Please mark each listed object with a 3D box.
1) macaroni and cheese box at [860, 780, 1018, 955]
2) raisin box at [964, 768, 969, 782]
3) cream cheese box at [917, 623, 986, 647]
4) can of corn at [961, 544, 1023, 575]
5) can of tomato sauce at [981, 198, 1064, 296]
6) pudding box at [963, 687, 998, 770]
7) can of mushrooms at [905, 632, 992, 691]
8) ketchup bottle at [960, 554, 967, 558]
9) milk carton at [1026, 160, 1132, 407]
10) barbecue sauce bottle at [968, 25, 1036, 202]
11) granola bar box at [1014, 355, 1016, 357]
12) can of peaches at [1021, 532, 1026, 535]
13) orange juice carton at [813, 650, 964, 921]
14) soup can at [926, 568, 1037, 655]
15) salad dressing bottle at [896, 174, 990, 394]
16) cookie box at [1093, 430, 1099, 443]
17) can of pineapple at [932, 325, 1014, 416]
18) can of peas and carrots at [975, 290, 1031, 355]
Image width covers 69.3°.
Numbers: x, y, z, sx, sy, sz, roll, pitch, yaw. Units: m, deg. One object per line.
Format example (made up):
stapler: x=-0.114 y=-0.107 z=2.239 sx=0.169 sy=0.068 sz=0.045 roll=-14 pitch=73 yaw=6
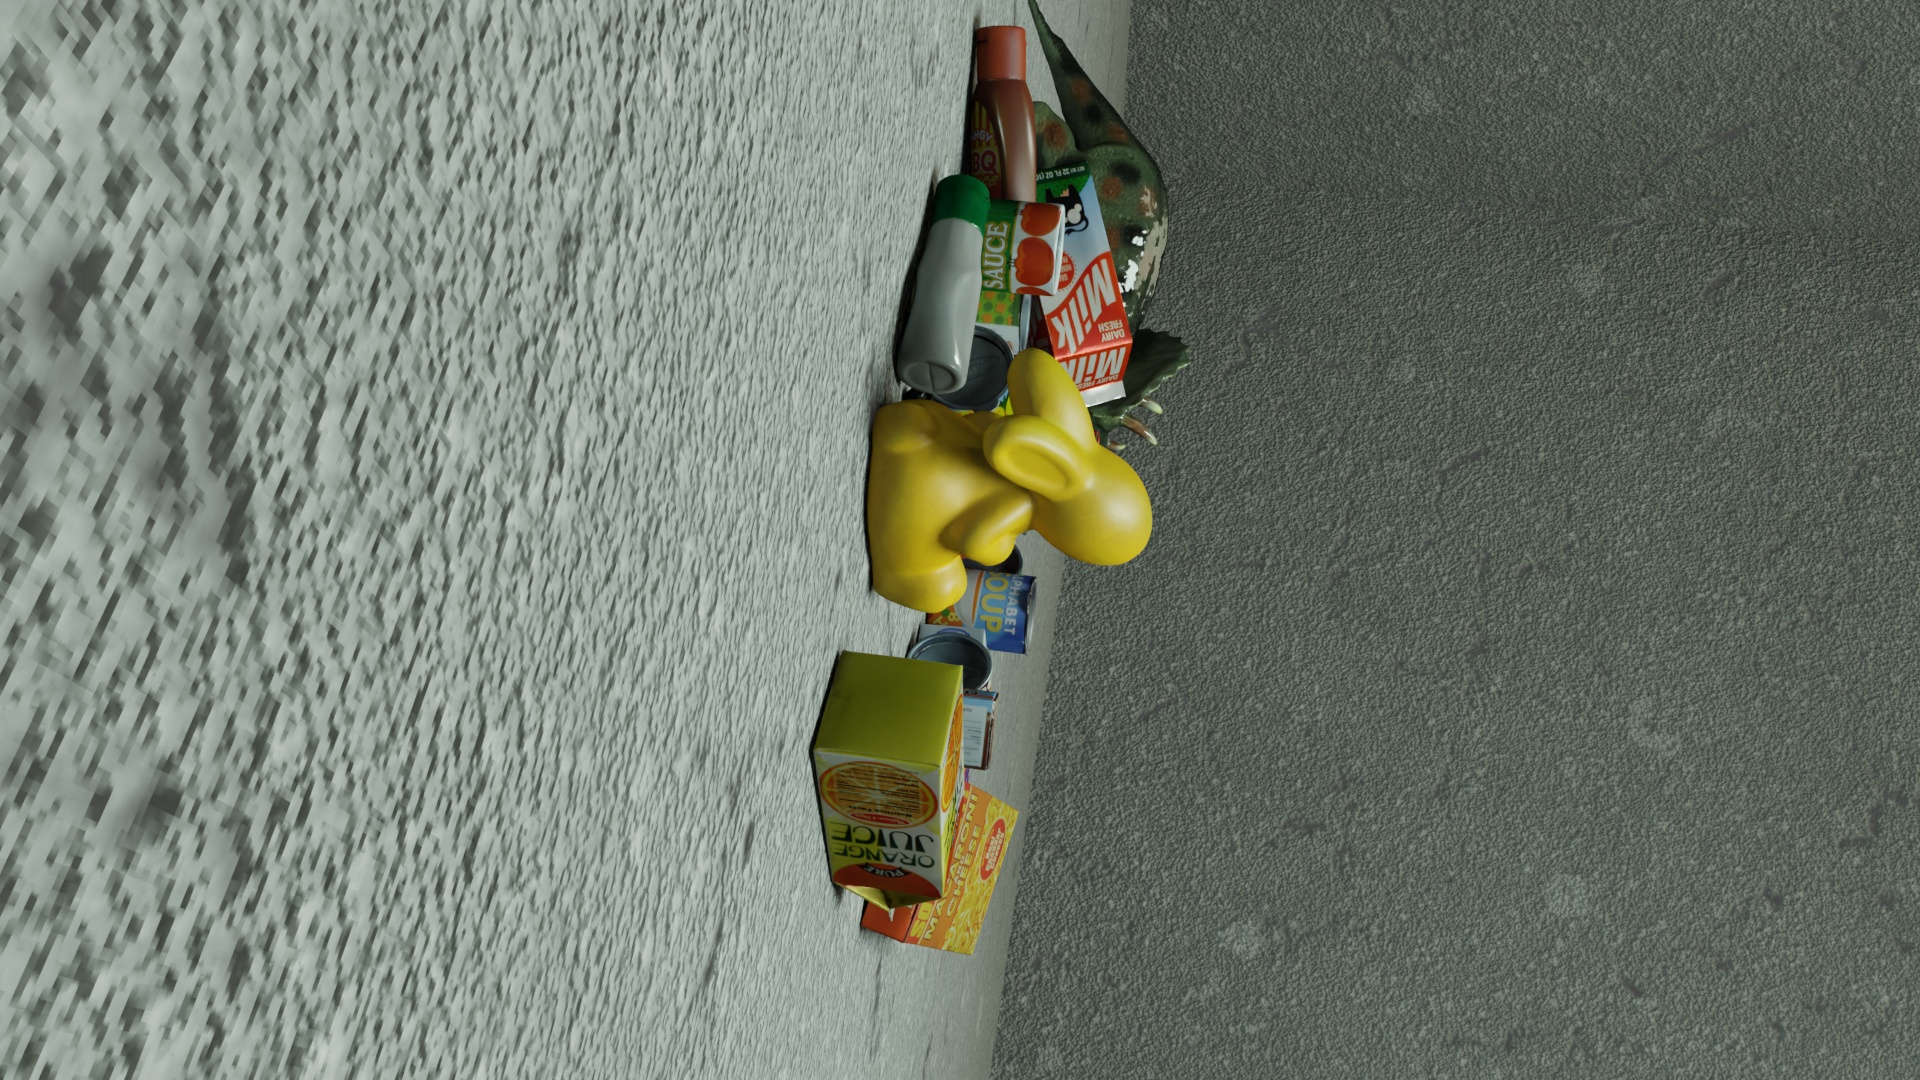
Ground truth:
macaroni and cheese box: x=-0.011 y=0.248 z=1.067 sx=0.166 sy=0.040 sz=0.124 roll=48 pitch=58 yaw=-65
raisin box: x=-0.021 y=0.213 z=1.173 sx=0.124 sy=0.040 sz=0.085 roll=-68 pitch=162 yaw=-60
cream cheese box: x=-0.005 y=0.101 z=1.133 sx=0.103 sy=0.053 sz=0.024 roll=83 pitch=14 yaw=-62
can of corn: x=0.021 y=0.039 z=1.228 sx=0.058 sy=0.071 sz=0.071 roll=89 pitch=11 yaw=-49
can of tomato sauce: x=0.029 y=-0.209 z=0.986 sx=0.071 sy=0.083 sz=0.071 roll=3 pitch=93 yaw=-83
pudding box: x=-0.019 y=0.121 z=0.922 sx=0.030 sy=0.084 sz=0.049 roll=-47 pitch=142 yaw=-83
can of mushrooms: x=-0.009 y=0.106 z=1.048 sx=0.071 sy=0.071 sz=0.033 roll=-76 pitch=171 yaw=-46
ketchup bottle: x=0.004 y=-0.014 z=1.135 sx=0.148 sy=0.043 sz=0.065 roll=54 pitch=43 yaw=-80
milk carton: x=0.081 y=-0.201 z=1.125 sx=0.073 sy=0.072 sz=0.190 roll=179 pitch=-105 yaw=-71
barbecue sauce bottle: x=0.031 y=-0.303 z=1.034 sx=0.065 sy=0.044 sz=0.148 roll=20 pitch=-67 yaw=59
granola bar box: x=0.063 y=-0.181 z=1.460 sx=0.124 sy=0.039 sz=0.166 roll=78 pitch=21 yaw=-71
can of peaches: x=0.037 y=-0.042 z=1.307 sx=0.071 sy=0.058 sz=0.071 roll=3 pitch=93 yaw=-82
orange juice carton: x=-0.039 y=0.155 z=0.839 sx=0.191 sy=0.073 sz=0.072 roll=89 pitch=10 yaw=-48
soup can: x=0.018 y=0.056 z=1.148 sx=0.071 sy=0.084 sz=0.071 roll=3 pitch=93 yaw=-83
salad dressing bottle: x=-0.008 y=-0.168 z=0.897 sx=0.064 sy=0.044 sz=0.148 roll=78 pitch=19 yaw=-63
cookie box: x=0.053 y=-0.055 z=1.160 sx=0.167 sy=0.123 sz=0.040 roll=70 pitch=27 yaw=-74
can of pineapple: x=0.006 y=-0.106 z=0.968 sx=0.057 sy=0.071 sz=0.071 roll=80 pitch=19 yaw=-68
can of peas and carrots: x=0.022 y=-0.178 z=1.061 sx=0.071 sy=0.059 sz=0.071 roll=3 pitch=93 yaw=-83
